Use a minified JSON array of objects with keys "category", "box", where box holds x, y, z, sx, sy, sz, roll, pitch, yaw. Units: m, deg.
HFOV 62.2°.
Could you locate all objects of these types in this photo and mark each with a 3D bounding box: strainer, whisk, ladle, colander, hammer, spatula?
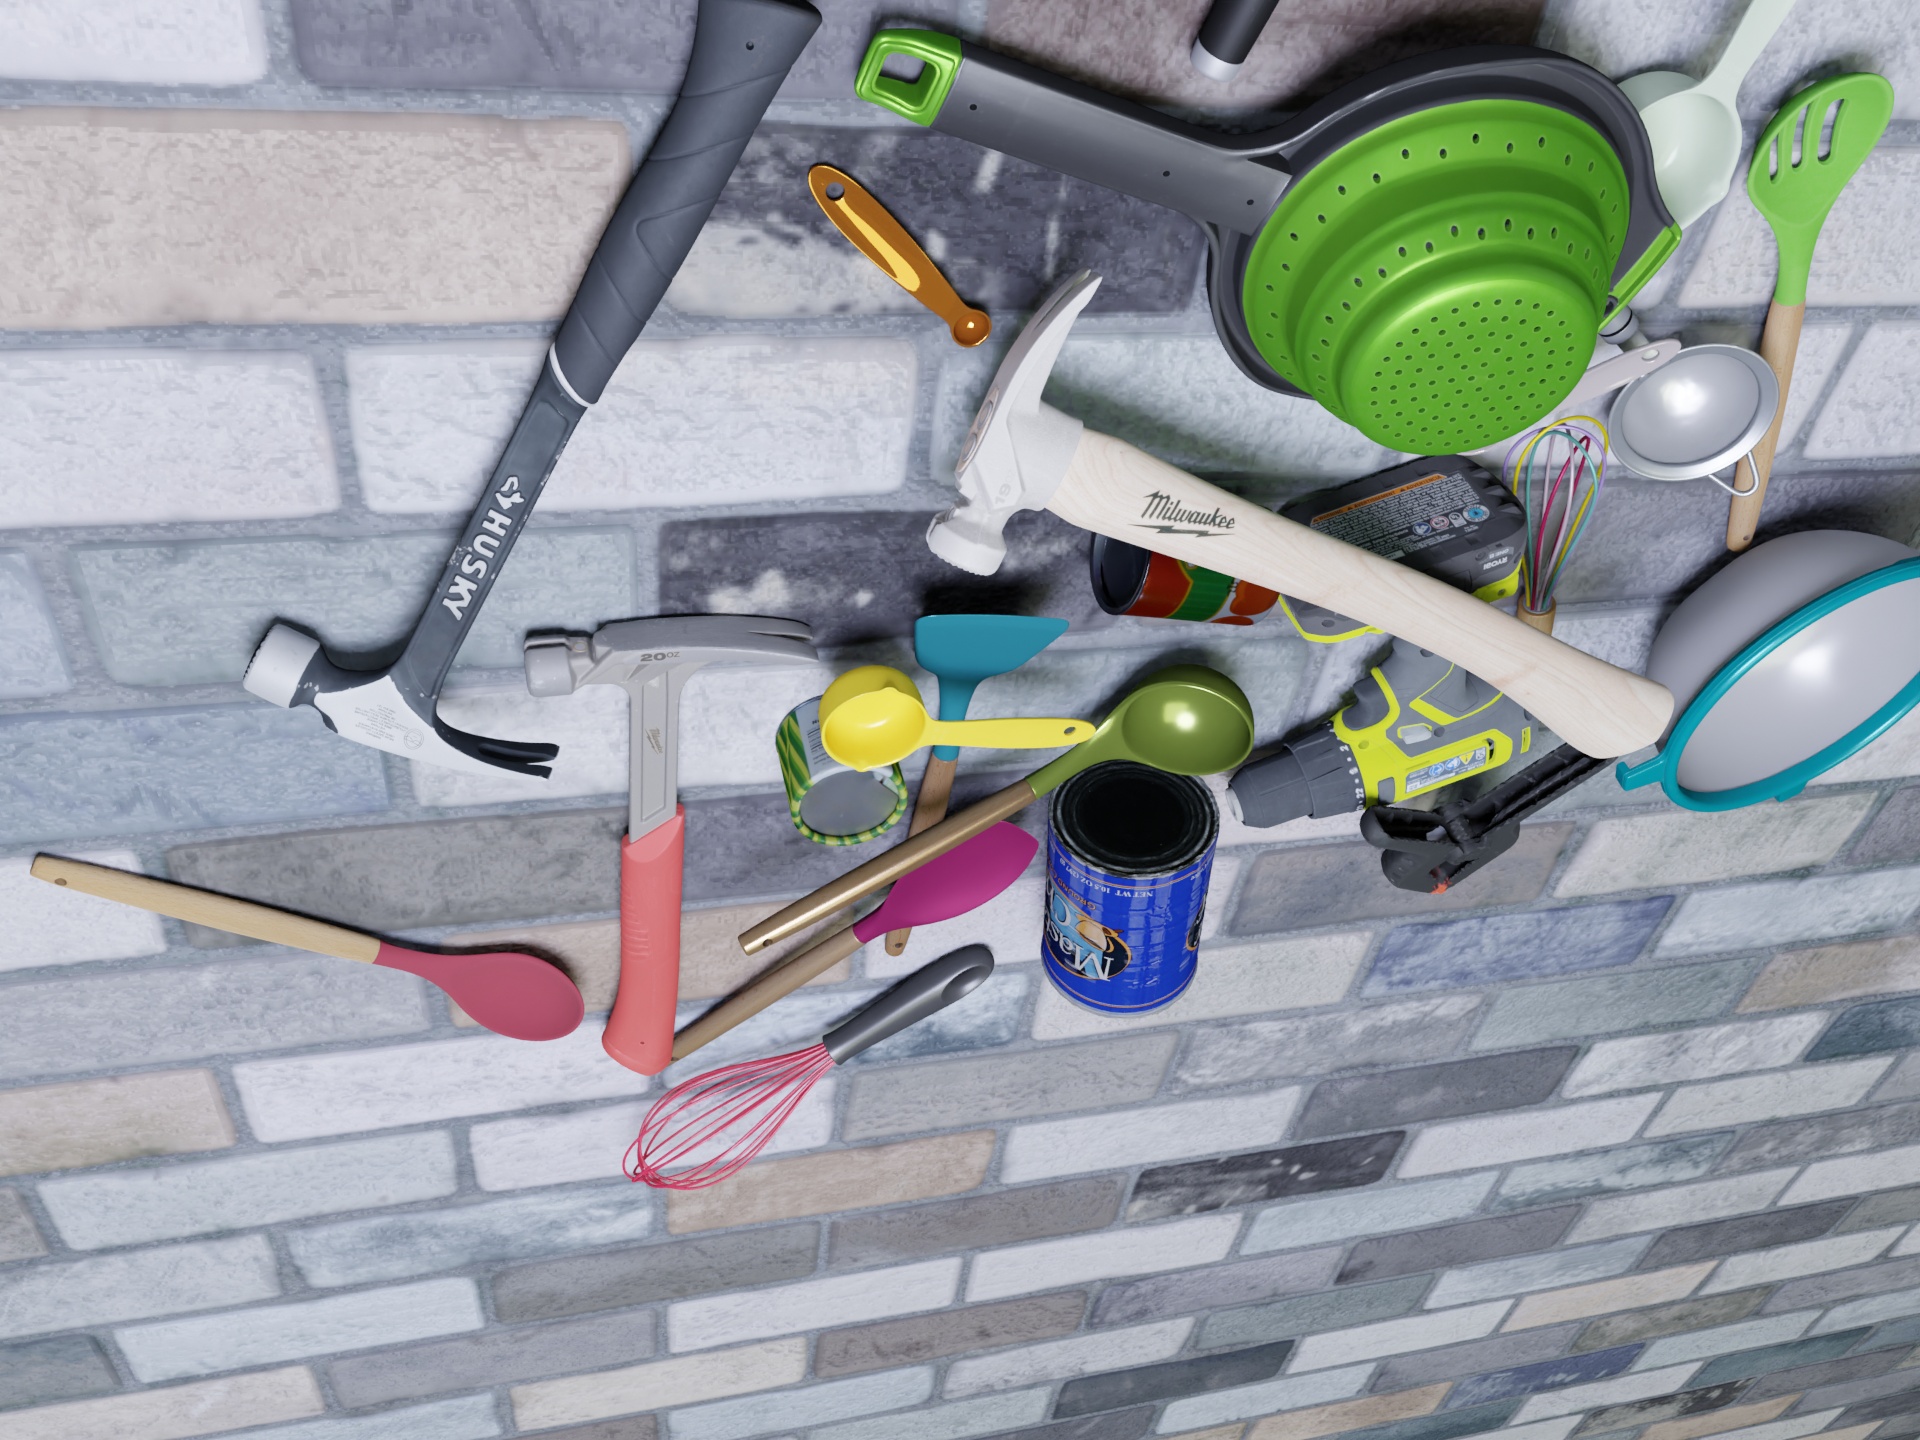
[{"category":"strainer","box":[0.531,-0.090,0.946,0.211,0.095,0.340,5,132,-34]},{"category":"whisk","box":[0.344,-0.083,0.930,0.047,0.051,0.244,-40,144,-18]},{"category":"strainer","box":[0.343,-0.201,0.820,0.087,0.050,0.258,-34,129,31]},{"category":"whisk","box":[-0.104,0.236,1.087,0.296,0.073,0.073,-32,135,4]},{"category":"ladle","box":[-0.363,0.128,0.915,0.315,0.031,0.069,23,120,-32]},{"category":"colander","box":[0.145,-0.202,0.689,0.397,0.095,0.204,11,143,-21]},{"category":"ladle","box":[0.022,0.059,0.904,0.320,0.062,0.078,-28,132,-7]},{"category":"hammer","box":[0.195,-0.078,0.789,0.410,0.038,0.146,20,110,-19]},{"category":"hammer","box":[-0.175,-0.133,0.701,0.149,0.036,0.408,28,118,-18]},{"category":"spatula","box":[-0.014,0.045,0.937,0.082,0.044,0.317,1,134,-15]},{"category":"hammer","box":[-0.171,0.087,0.931,0.149,0.037,0.358,-3,133,-15]}]

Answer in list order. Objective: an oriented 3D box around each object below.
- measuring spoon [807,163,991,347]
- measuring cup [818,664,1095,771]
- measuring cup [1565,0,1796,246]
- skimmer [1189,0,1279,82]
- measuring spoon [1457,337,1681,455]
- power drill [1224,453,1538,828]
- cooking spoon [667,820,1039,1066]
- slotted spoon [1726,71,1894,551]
[{"category":"measuring spoon","box":[-0.027,-0.208,0.713,0.021,0.011,0.116,-38,129,19]},{"category":"measuring cup","box":[-0.001,-0.003,0.854,0.156,0.029,0.062,1,134,-22]},{"category":"measuring cup","box":[0.338,-0.300,0.724,0.083,0.038,0.167,8,128,-25]},{"category":"skimmer","box":[0.165,-0.410,0.565,0.127,0.090,0.363,5,141,-22]},{"category":"measuring spoon","box":[0.310,-0.173,0.829,0.124,0.018,0.034,-22,141,30]},{"category":"power drill","box":[0.241,-0.029,0.928,0.190,0.080,0.228,-19,139,-1]},{"category":"cooking spoon","box":[-0.082,0.146,1.008,0.319,0.017,0.068,-35,134,24]},{"category":"slotted spoon","box":[0.440,-0.206,0.857,0.070,0.031,0.313,-19,138,0]}]
